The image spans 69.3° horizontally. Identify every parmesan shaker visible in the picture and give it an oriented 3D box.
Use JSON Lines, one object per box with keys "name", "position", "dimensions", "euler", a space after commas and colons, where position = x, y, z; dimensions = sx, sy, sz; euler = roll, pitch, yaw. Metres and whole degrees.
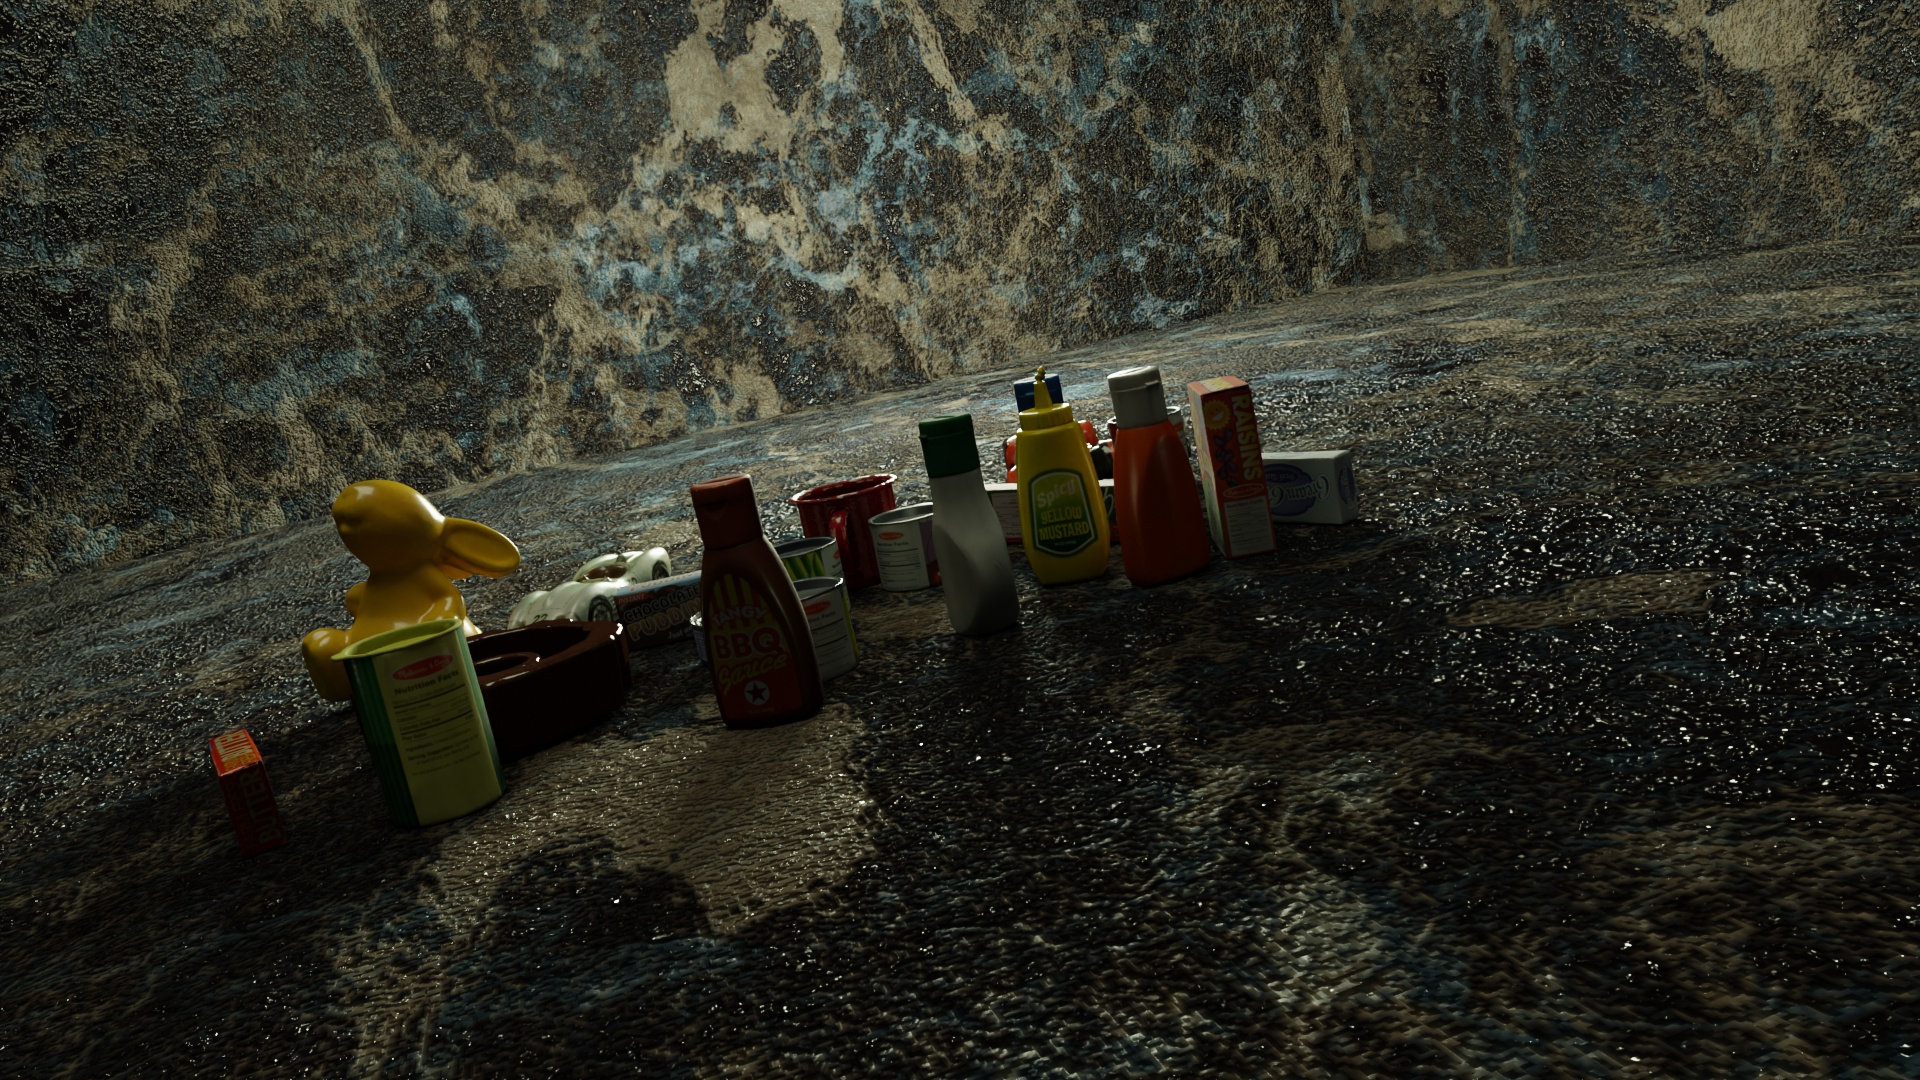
{"name": "parmesan shaker", "position": [-0.307, 0.104, 0.790], "dimensions": [0.071, 0.103, 0.071], "euler": [-11, 10, 2]}

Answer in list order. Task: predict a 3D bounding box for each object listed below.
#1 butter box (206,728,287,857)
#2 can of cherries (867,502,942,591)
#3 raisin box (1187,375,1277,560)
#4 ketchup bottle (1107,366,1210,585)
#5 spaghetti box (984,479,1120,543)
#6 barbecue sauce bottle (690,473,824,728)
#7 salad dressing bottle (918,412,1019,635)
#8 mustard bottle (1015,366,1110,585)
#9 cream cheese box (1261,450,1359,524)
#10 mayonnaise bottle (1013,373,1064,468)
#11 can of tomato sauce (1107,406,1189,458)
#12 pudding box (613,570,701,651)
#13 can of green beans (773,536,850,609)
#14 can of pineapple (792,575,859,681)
{"name": "butter box", "position": [-0.422, 0.148, 0.820], "dimensions": [0.024, 0.053, 0.103], "euler": [-18, 12, -30]}
{"name": "can of cherries", "position": [-0.036, 0.005, 1.133], "dimensions": [0.071, 0.058, 0.071], "euler": [-11, 11, 2]}
{"name": "raisin box", "position": [0.200, -0.056, 1.025], "dimensions": [0.040, 0.123, 0.086], "euler": [-11, 10, 5]}
{"name": "ketchup bottle", "position": [0.135, -0.046, 0.977], "dimensions": [0.065, 0.148, 0.043], "euler": [-18, 12, -31]}
{"name": "spaghetti box", "position": [0.085, -0.024, 1.174], "dimensions": [0.250, 0.050, 0.029], "euler": [0, 15, 45]}
{"name": "barbecue sauce bottle", "position": [-0.127, 0.036, 0.831], "dimensions": [0.065, 0.148, 0.044], "euler": [-9, 11, 13]}
{"name": "salad dressing bottle", "position": [0.003, -0.012, 0.940], "dimensions": [0.044, 0.147, 0.064], "euler": [-16, 11, -25]}
{"name": "mustard bottle", "position": [0.070, -0.049, 1.027], "dimensions": [0.065, 0.160, 0.049], "euler": [-10, 10, 6]}
{"name": "cream cheese box", "position": [0.256, -0.041, 1.074], "dimensions": [0.024, 0.053, 0.103], "euler": [-20, 13, -37]}
{"name": "mayonnaise bottle", "position": [0.073, -0.054, 1.081], "dimensions": [0.065, 0.147, 0.041], "euler": [-8, 11, 20]}
{"name": "can of tomato sauce", "position": [0.171, -0.073, 1.249], "dimensions": [0.071, 0.083, 0.071], "euler": [-11, 11, 2]}
{"name": "pudding box", "position": [-0.227, 0.054, 1.105], "dimensions": [0.084, 0.049, 0.030], "euler": [-12, 10, -1]}
{"name": "can of green beans", "position": [-0.123, 0.033, 1.081], "dimensions": [0.071, 0.057, 0.071], "euler": [-11, 11, 2]}
{"name": "can of pineapple", "position": [-0.105, 0.060, 0.925], "dimensions": [0.071, 0.057, 0.071], "euler": [-11, 11, 2]}
